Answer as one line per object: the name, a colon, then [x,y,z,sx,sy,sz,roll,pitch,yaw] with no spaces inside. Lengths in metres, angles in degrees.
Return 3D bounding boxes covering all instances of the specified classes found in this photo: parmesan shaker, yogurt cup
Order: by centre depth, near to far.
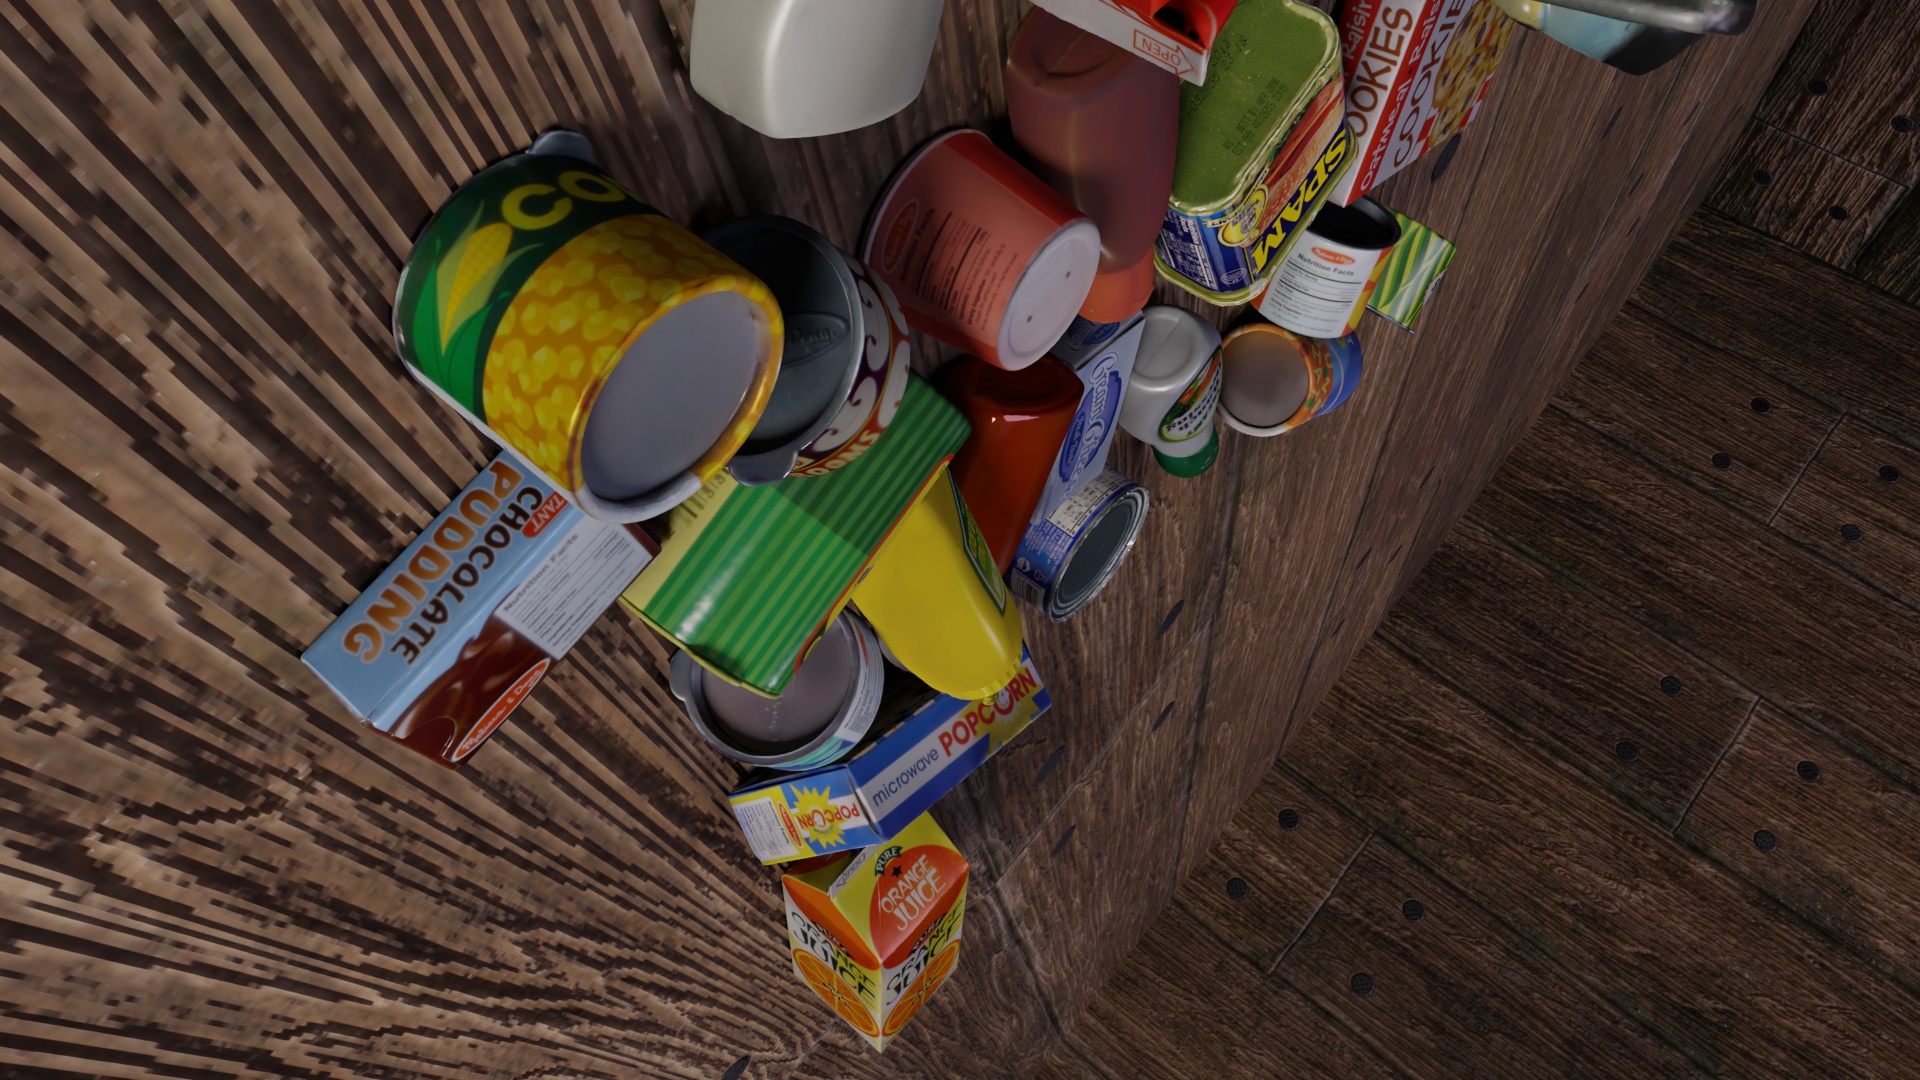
parmesan shaker: [-0.050,-0.012,0.420,0.103,0.071,0.071,-53,159,-1]
yogurt cup: [0.009,-0.091,0.450,0.073,0.054,0.072,-44,156,-25]

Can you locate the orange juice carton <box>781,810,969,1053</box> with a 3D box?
orange juice carton: [-0.046,0.202,0.761,0.072,0.073,0.191,-42,156,-29]

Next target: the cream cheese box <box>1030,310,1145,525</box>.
cream cheese box: [0.051,-0.058,0.634,0.053,0.024,0.103,-40,155,-34]

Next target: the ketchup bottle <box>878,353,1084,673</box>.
ketchup bottle: [0.002,-0.007,0.580,0.065,0.043,0.148,-23,144,-45]

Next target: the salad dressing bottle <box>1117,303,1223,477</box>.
salad dressing bottle: [0.110,-0.071,0.714,0.064,0.044,0.147,-54,160,-4]

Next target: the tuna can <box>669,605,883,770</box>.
tuna can: [-0.065,0.049,0.497,0.071,0.071,0.033,-53,160,-3]

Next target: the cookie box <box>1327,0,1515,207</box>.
cookie box: [0.235,-0.255,0.705,0.168,0.040,0.122,-36,151,-40]

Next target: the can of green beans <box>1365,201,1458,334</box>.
can of green beans: [0.265,-0.171,0.863,0.057,0.071,0.071,-60,158,15]

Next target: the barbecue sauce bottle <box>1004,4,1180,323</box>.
barbecue sauce bottle: [0.051,-0.131,0.495,0.065,0.044,0.148,-50,160,-13]

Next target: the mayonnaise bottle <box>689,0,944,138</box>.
mayonnaise bottle: [-0.020,-0.163,0.297,0.065,0.041,0.147,-34,150,-45]

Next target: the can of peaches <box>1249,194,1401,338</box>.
can of peaches: [0.191,-0.150,0.738,0.071,0.071,0.057,-35,152,-41]

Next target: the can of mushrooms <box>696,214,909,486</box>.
can of mushrooms: [-0.049,-0.048,0.371,0.071,0.071,0.033,-57,161,8]

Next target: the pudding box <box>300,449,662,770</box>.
pudding box: [-0.123,0.016,0.365,0.084,0.030,0.049,-50,160,-12]

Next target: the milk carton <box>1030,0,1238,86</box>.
milk carton: [0.044,-0.201,0.330,0.074,0.072,0.189,-44,157,-26]

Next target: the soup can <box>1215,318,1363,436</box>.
soup can: [0.190,-0.102,0.811,0.084,0.071,0.071,-23,143,-54]

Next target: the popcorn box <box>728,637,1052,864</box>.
popcorn box: [-0.029,0.092,0.617,0.085,0.038,0.127,-23,-174,44]

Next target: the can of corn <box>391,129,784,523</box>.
can of corn: [-0.082,-0.048,0.316,0.071,0.058,0.070,-45,158,-24]

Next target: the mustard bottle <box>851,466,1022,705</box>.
mustard bottle: [-0.008,0.020,0.527,0.049,0.065,0.159,-20,142,7]
